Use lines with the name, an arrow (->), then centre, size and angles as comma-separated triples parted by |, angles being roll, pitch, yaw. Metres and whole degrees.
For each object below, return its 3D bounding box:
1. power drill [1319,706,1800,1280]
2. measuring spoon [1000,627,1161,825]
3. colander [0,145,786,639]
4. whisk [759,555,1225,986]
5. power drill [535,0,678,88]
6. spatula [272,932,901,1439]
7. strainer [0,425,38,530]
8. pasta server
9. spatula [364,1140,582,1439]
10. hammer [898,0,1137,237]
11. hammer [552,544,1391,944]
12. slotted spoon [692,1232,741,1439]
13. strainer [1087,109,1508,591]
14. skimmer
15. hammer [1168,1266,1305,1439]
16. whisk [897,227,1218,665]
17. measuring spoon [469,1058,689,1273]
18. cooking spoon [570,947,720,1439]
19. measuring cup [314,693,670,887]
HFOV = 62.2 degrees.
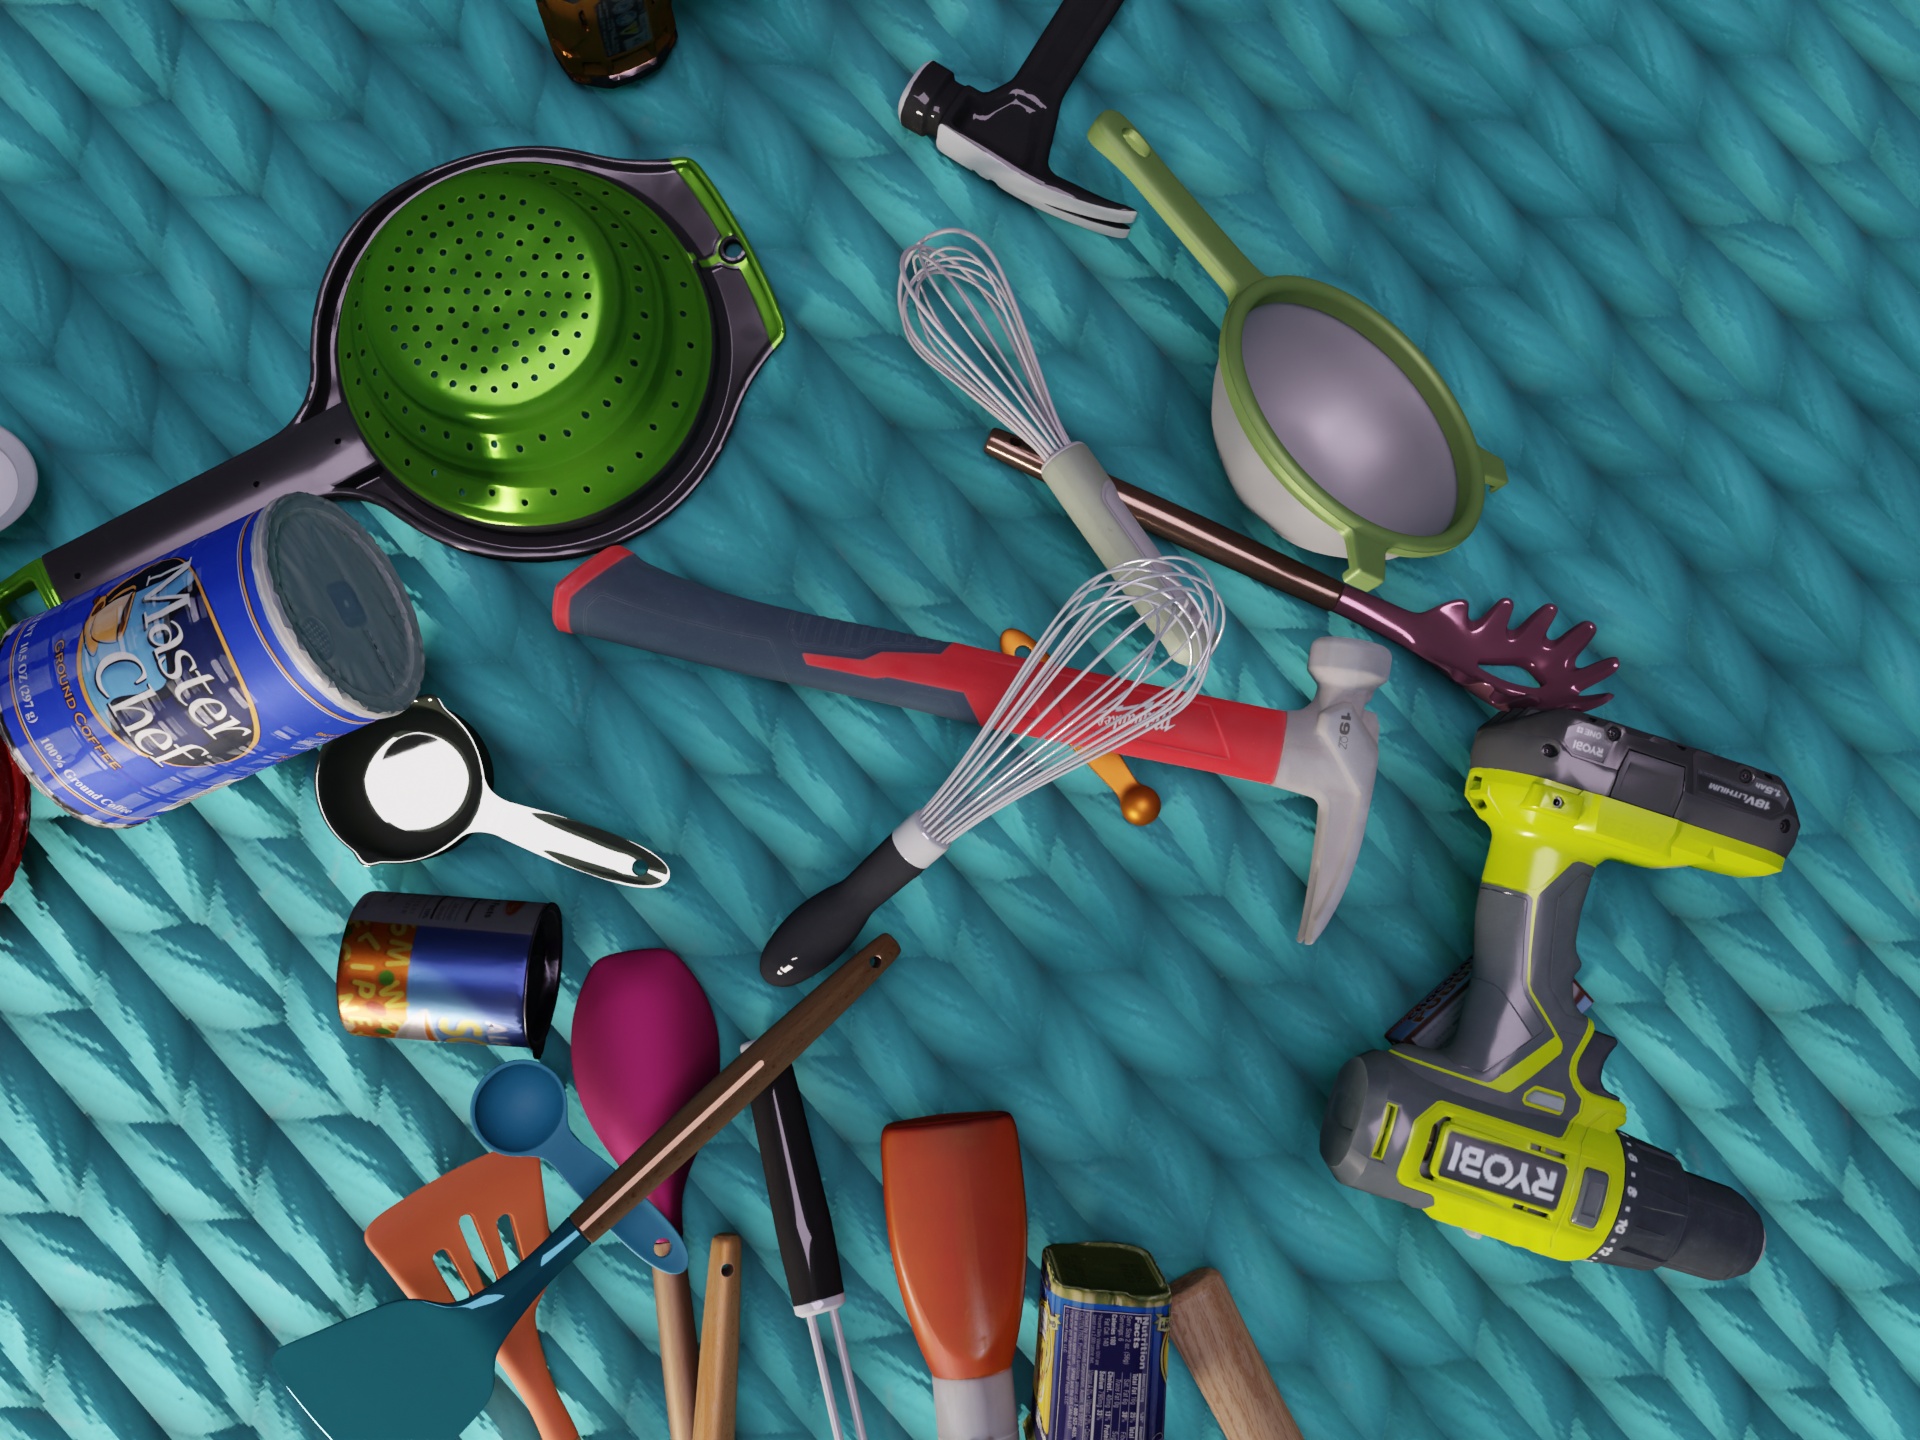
power drill -> 0.282, 0.124, 0.702 | 0.190, 0.080, 0.228 | 18, 86, -1
measuring spoon -> 0.057, 0.002, 0.764 | 0.021, 0.011, 0.117 | -38, 88, -4
colander -> -0.275, -0.141, 0.719 | 0.397, 0.094, 0.204 | -29, 88, -4
whisk -> 0.005, 0.033, 0.693 | 0.070, 0.070, 0.284 | 47, 113, 1
power drill -> -0.092, -0.380, 0.700 | 0.226, 0.185, 0.084 | -26, 86, -7
spatula -> -0.149, 0.202, 0.700 | 0.317, 0.044, 0.082 | -41, 97, -16
strainer -> -0.446, -0.054, 0.692 | 0.087, 0.050, 0.259 | -8, 52, -26
pasta server -> 0.158, -0.075, 0.760 | 0.316, 0.040, 0.060 | 25, 57, 1
spatula -> -0.168, 0.350, 0.717 | 0.081, 0.041, 0.322 | -25, 89, -28
hammer -> 0.107, -0.403, 0.782 | 0.127, 0.034, 0.337 | 31, 85, 1
hammer -> -0.001, -0.002, 0.741 | 0.386, 0.038, 0.143 | 12, 84, 1
slotted spoon -> -0.116, 0.389, 0.705 | 0.070, 0.031, 0.314 | 6, 83, -19
strainer -> 0.132, -0.167, 0.740 | 0.256, 0.069, 0.151 | 51, 48, 5
skimmer -> -0.058, 0.329, 0.726 | 0.127, 0.090, 0.363 | -9, 75, -21
hammer -> 0.179, 0.409, 0.732 | 0.130, 0.031, 0.331 | -28, 87, -4
whisk -> 0.044, -0.127, 0.734 | 0.059, 0.058, 0.246 | -41, 76, 30
measuring spoon -> -0.171, 0.204, 0.720 | 0.128, 0.021, 0.042 | 49, 68, -11
cooking spoon -> -0.133, 0.265, 0.735 | 0.068, 0.017, 0.319 | -7, 87, -7
measuring cup -> -0.213, 0.044, 0.739 | 0.167, 0.038, 0.083 | 21, 86, -3
